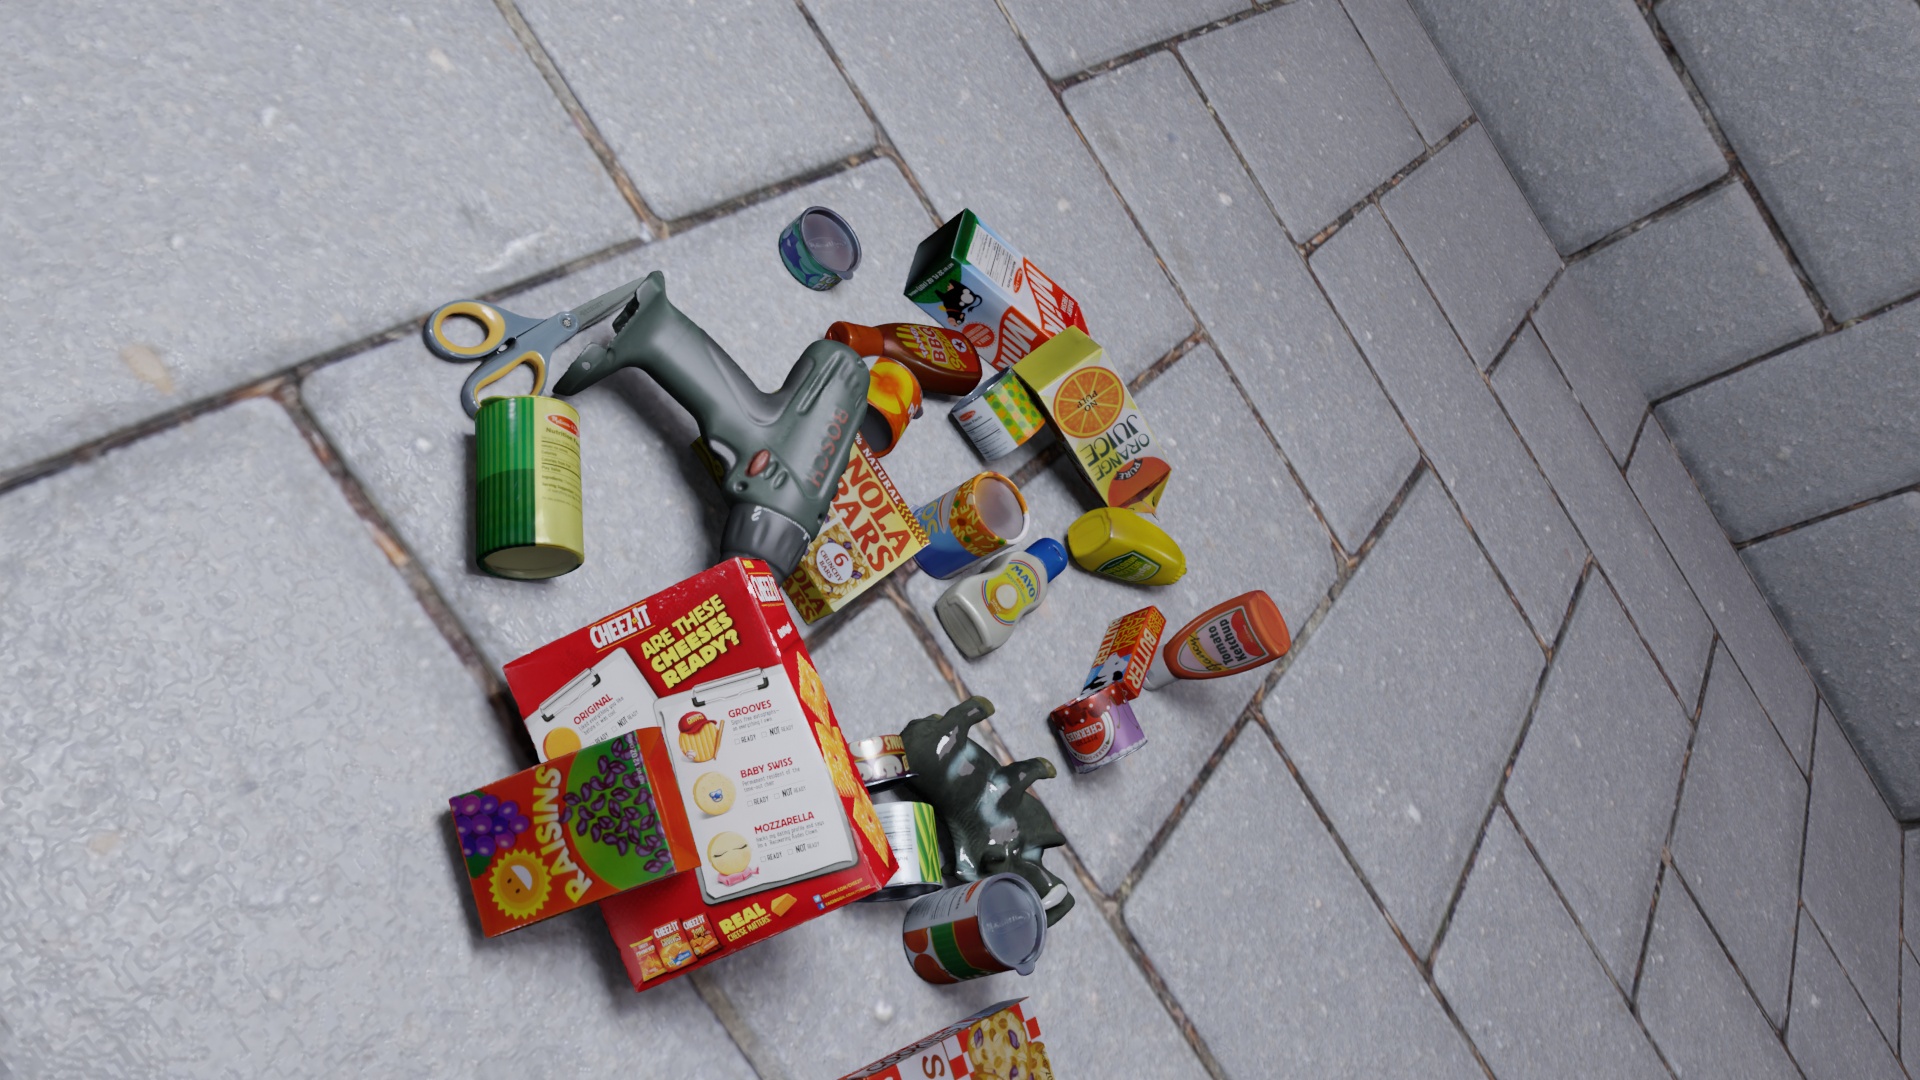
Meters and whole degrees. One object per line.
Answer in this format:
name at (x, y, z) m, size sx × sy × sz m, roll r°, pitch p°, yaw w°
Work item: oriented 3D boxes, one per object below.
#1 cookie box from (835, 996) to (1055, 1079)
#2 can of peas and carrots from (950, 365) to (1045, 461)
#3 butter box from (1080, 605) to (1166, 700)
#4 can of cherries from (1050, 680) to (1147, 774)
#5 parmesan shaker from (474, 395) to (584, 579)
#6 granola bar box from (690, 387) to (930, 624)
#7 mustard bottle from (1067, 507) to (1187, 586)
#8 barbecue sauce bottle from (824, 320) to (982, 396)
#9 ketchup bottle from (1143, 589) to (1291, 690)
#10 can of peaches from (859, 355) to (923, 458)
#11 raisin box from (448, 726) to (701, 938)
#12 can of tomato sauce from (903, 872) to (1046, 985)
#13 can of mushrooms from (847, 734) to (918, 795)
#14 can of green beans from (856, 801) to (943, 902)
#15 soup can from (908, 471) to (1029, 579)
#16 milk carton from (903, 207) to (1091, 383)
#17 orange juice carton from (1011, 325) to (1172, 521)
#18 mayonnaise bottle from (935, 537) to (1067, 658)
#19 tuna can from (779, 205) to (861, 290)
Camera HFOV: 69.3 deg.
cookie box at (0.001, 0.401, 0.952) m, size 0.168 × 0.040 × 0.123 m, roll -6°, pitch 73°, yaw -47°
can of peas and carrots at (0.036, -0.114, 1.250) m, size 0.058 × 0.070 × 0.071 m, roll 53°, pitch 42°, yaw -11°
butter box at (0.148, 0.105, 1.253) m, size 0.024 × 0.053 × 0.104 m, roll 48°, pitch 43°, yaw -18°
can of cherries at (0.116, 0.159, 1.180) m, size 0.072 × 0.071 × 0.058 m, roll -20°, pitch 84°, yaw -49°
parmesan shaker at (-0.279, -0.034, 0.890) m, size 0.071 × 0.071 × 0.103 m, roll 12°, pitch 61°, yaw -41°
granola bar box at (-0.114, -0.036, 1.075) m, size 0.125 × 0.039 × 0.165 m, roll -37°, pitch 96°, yaw -45°
mustard bottle at (0.172, 0.013, 1.322) m, size 0.160 × 0.065 × 0.049 m, roll 20°, pitch 52°, yaw -42°
barbecue sauce bottle at (-0.050, -0.162, 1.207) m, size 0.149 × 0.043 × 0.065 m, roll 3°, pitch 52°, yaw -44°
ketchup bottle at (0.224, 0.098, 1.261) m, size 0.044 × 0.148 × 0.064 m, roll -24°, pitch 86°, yaw -49°
can of peaches at (-0.070, -0.108, 1.140) m, size 0.071 × 0.071 × 0.058 m, roll 46°, pitch 44°, yaw -18°
raisin box at (-0.221, 0.166, 0.796) m, size 0.040 × 0.123 × 0.086 m, roll 24°, pitch 46°, yaw -77°
can of tomato sauce at (0.011, 0.281, 0.995) m, size 0.071 × 0.083 × 0.071 m, roll 23°, pitch 54°, yaw -36°
can of mushrooms at (-0.068, 0.163, 0.992) m, size 0.071 × 0.070 × 0.033 m, roll 1°, pitch 67°, yaw -45°
can of green beans at (-0.048, 0.221, 0.982) m, size 0.071 × 0.071 × 0.058 m, roll 13°, pitch 59°, yaw -41°
soup can at (0.004, -0.014, 1.151) m, size 0.071 × 0.083 × 0.071 m, roll 23°, pitch 54°, yaw -35°
milk carton at (0.045, -0.217, 1.314) m, size 0.190 × 0.072 × 0.074 m, roll 35°, pitch 48°, yaw -25°
orange juice carton at (0.132, -0.099, 1.298) m, size 0.192 × 0.073 × 0.072 m, roll 55°, pitch 0°, yaw -32°
mayonnaise bottle at (0.041, 0.042, 1.189) m, size 0.064 × 0.041 × 0.149 m, roll 57°, pitch 42°, yaw -3°
tuna can at (-0.120, -0.248, 1.195) m, size 0.071 × 0.032 × 0.071 m, roll 23°, pitch 54°, yaw -35°
